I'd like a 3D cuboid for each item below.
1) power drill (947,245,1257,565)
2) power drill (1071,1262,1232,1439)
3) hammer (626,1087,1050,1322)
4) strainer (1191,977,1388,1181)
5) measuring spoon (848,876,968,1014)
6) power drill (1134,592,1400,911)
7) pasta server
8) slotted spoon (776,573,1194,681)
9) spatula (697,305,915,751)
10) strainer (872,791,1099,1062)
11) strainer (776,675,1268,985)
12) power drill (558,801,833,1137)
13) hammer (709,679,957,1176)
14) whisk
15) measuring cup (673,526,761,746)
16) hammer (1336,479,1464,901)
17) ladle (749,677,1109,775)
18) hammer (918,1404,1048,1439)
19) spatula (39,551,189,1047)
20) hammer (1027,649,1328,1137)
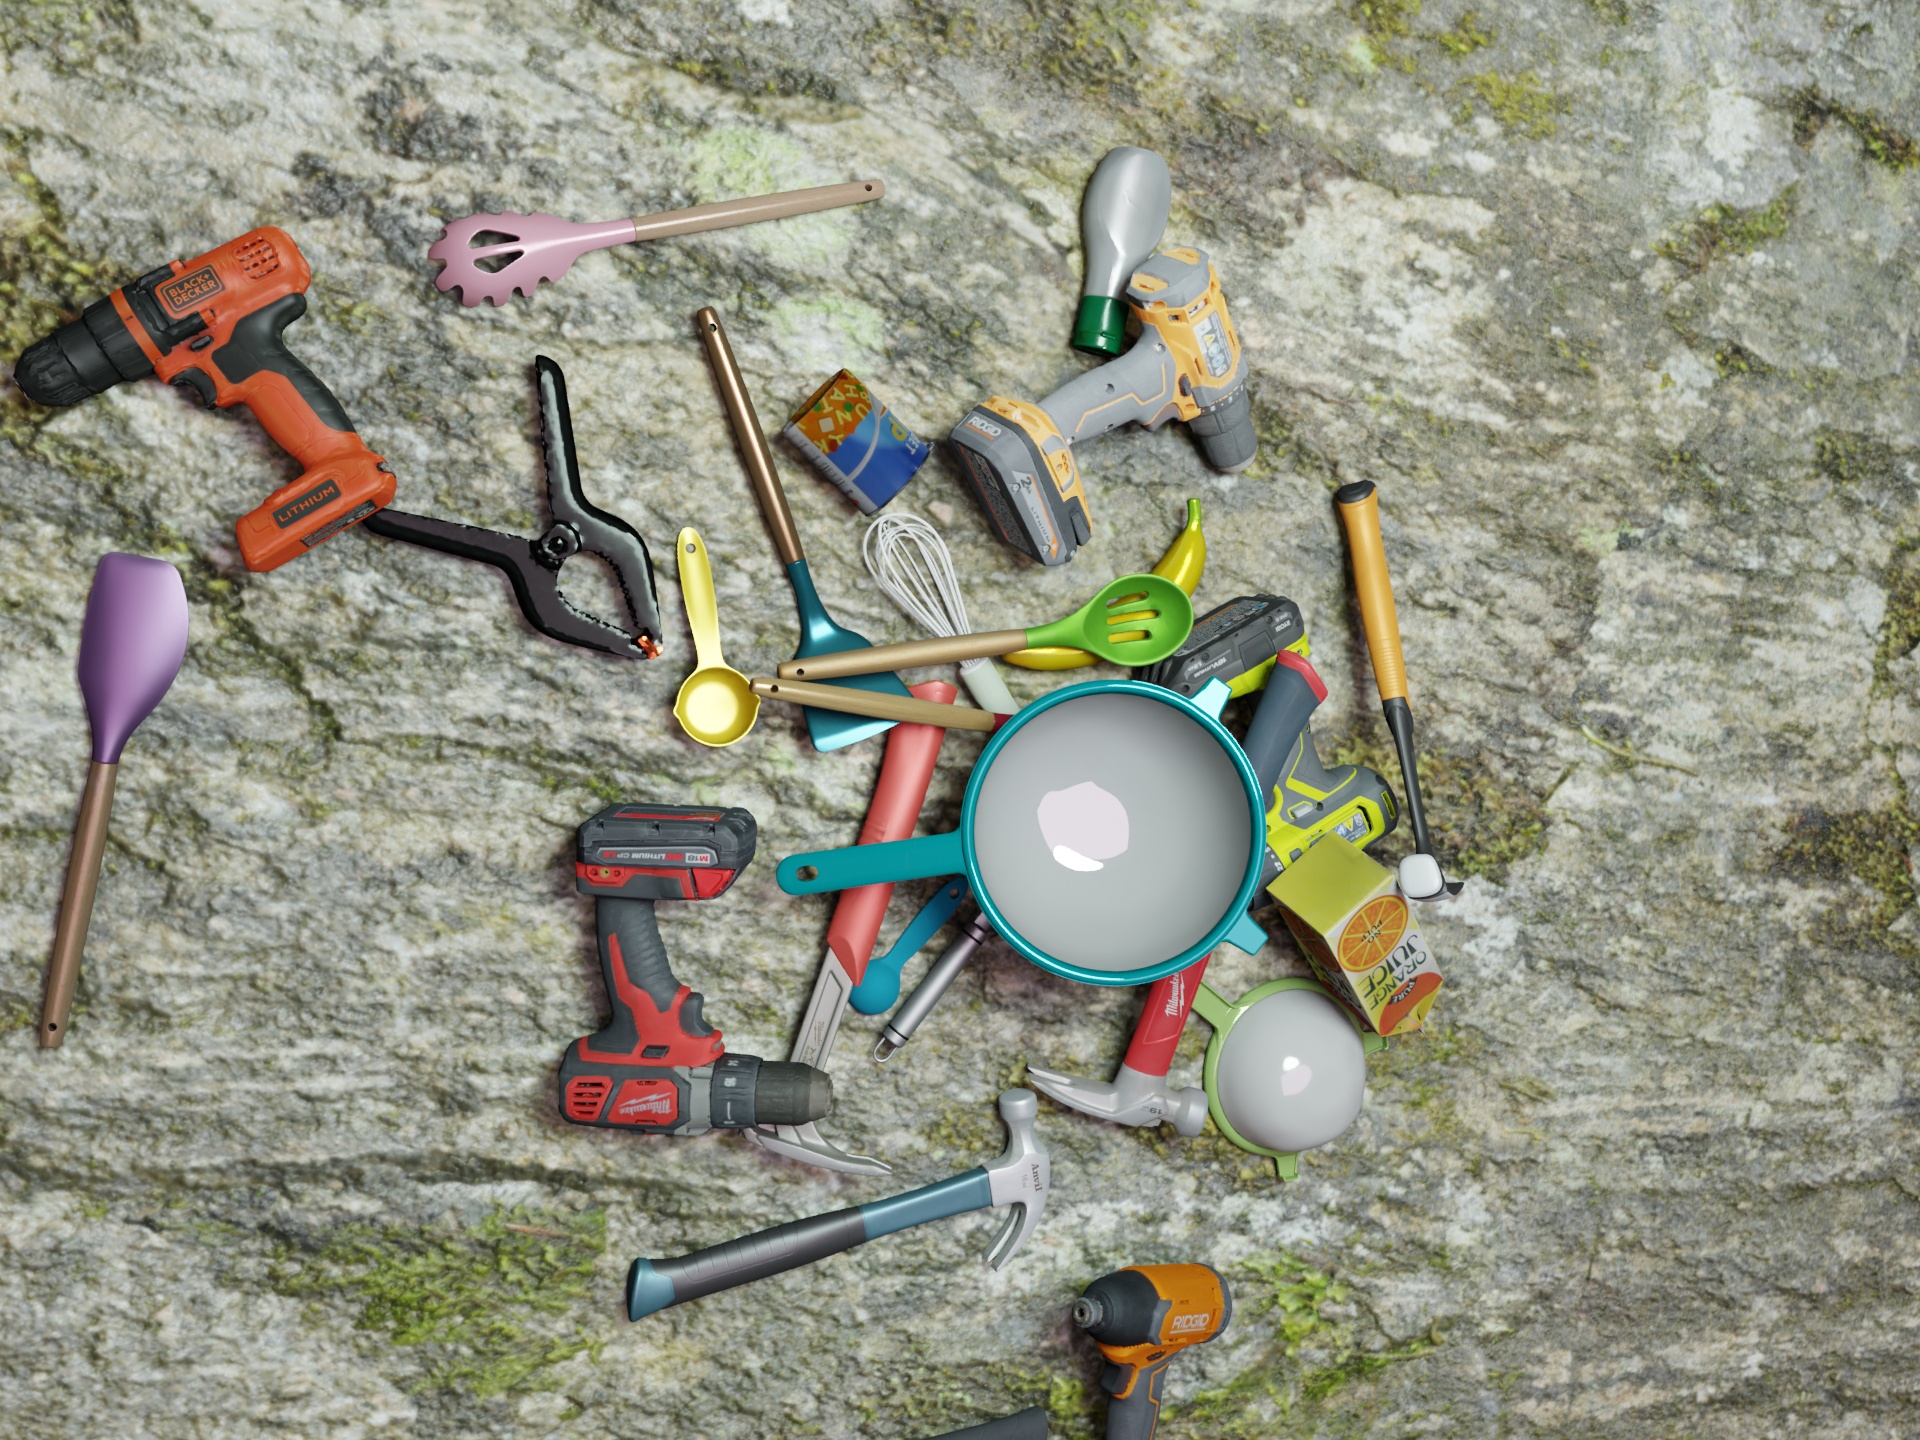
[{"bbox_3d":[0.120,-0.210,1.169,0.226,0.084,0.185,-40,131,-10],"label":"power drill"},{"bbox_3d":[0.118,0.532,1.230,0.164,0.084,0.226,19,88,-45],"label":"power drill"},{"bbox_3d":[-0.087,0.380,1.191,0.331,0.033,0.128,-12,98,-18],"label":"hammer"},{"bbox_3d":[0.240,0.258,1.273,0.256,0.069,0.151,40,82,-20],"label":"strainer"},{"bbox_3d":[-0.035,0.169,1.193,0.042,0.021,0.128,43,83,-18],"label":"measuring spoon"},{"bbox_3d":[0.227,0.035,1.245,0.190,0.080,0.228,-29,107,-15],"label":"power drill"},{"bbox_3d":[-0.200,-0.338,1.086,0.316,0.040,0.060,-17,101,-21],"label":"pasta server"},{"bbox_3d":[0.021,-0.057,1.145,0.313,0.031,0.070,-9,105,-18],"label":"slotted spoon"},{"bbox_3d":[-0.121,-0.137,1.119,0.082,0.044,0.317,-23,103,-13],"label":"spatula"},{"bbox_3d":[0.015,0.152,1.199,0.086,0.050,0.258,39,86,-19],"label":"strainer"},{"bbox_3d":[0.042,0.087,1.135,0.340,0.095,0.211,-8,88,1],"label":"strainer"},{"bbox_3d":[-0.179,0.176,1.092,0.188,0.080,0.226,3,97,2],"label":"power drill"},{"bbox_3d":[-0.065,0.144,1.160,0.149,0.036,0.359,19,86,-3],"label":"hammer"},{"bbox_3d":[0.005,-0.047,1.179,0.059,0.058,0.246,-25,109,20],"label":"whisk"},{"bbox_3d":[-0.182,-0.058,1.124,0.062,0.029,0.156,-9,86,-18],"label":"measuring cup"},{"bbox_3d":[0.342,-0.025,1.250,0.034,0.127,0.337,-12,77,22],"label":"hammer"},{"bbox_3d":[-0.002,-0.004,1.145,0.315,0.031,0.069,8,93,-26],"label":"ladle"},{"bbox_3d":[-0.125,0.580,1.197,0.409,0.036,0.149,-6,96,-19],"label":"hammer"},{"bbox_3d":[-0.544,0.052,1.007,0.059,0.018,0.316,12,90,-21],"label":"spatula"},{"bbox_3d":[0.173,0.127,1.198,0.143,0.038,0.386,16,103,-6],"label":"hammer"}]
